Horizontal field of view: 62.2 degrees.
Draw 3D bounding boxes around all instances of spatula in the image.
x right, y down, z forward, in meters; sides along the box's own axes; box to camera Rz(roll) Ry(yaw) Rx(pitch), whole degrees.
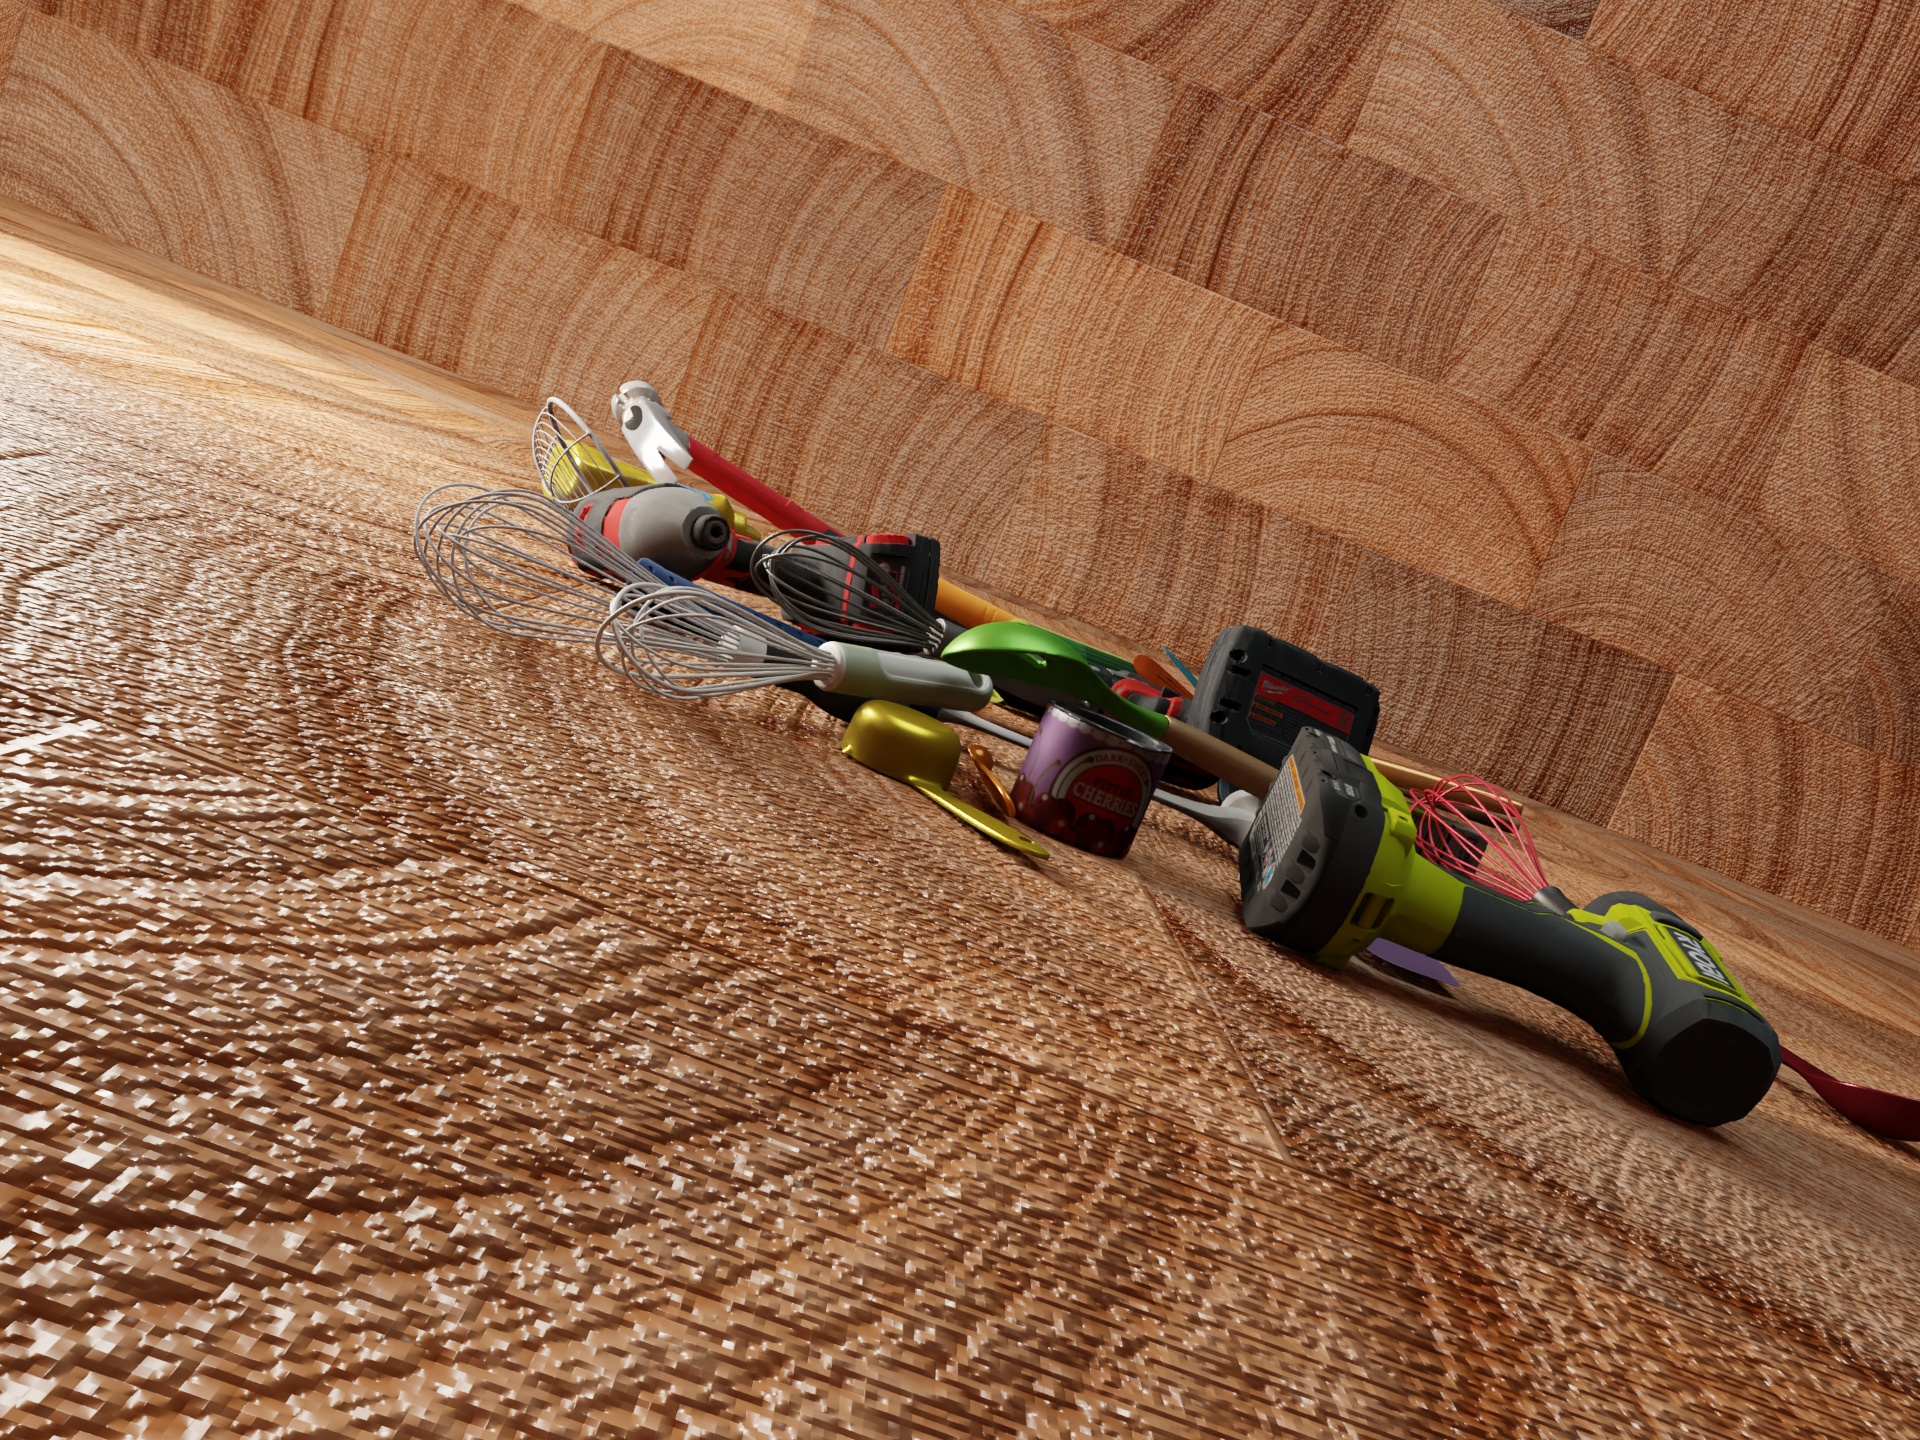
[{"bbox_3d":[0.207,0.091,0.903,0.059,0.018,0.316,20,8,-5],"label":"spatula"},{"bbox_3d":[0.287,0.017,1.256,0.322,0.041,0.081,16,17,6],"label":"spatula"},{"bbox_3d":[0.305,0.018,1.303,0.317,0.044,0.082,23,0,18],"label":"spatula"}]

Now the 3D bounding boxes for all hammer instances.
[{"bbox_3d":[0.091,-0.044,1.320,0.336,0.034,0.127,27,5,-14],"label":"hammer"},{"bbox_3d":[-0.001,-0.003,0.910,0.405,0.035,0.144,22,7,1],"label":"hammer"},{"bbox_3d":[-0.111,-0.144,1.302,0.385,0.038,0.143,30,15,-40],"label":"hammer"}]

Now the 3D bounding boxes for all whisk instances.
[{"bbox_3d":[-0.012,-0.050,0.909,0.238,0.055,0.055,22,6,-29],"label":"whisk"},{"bbox_3d":[-0.070,-0.028,0.772,0.246,0.059,0.058,8,47,-47],"label":"whisk"},{"bbox_3d":[0.379,0.111,1.056,0.073,0.073,0.296,19,17,-19],"label":"whisk"},{"bbox_3d":[-0.133,-0.044,0.777,0.284,0.070,0.070,22,5,-38],"label":"whisk"}]

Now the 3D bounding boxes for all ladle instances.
[{"bbox_3d":[0.444,0.175,0.946,0.069,0.031,0.316,21,5,-25],"label":"ladle"}]

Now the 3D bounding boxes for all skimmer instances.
[{"bbox_3d":[-0.185,-0.162,1.306,0.363,0.090,0.127,16,11,-40],"label":"skimmer"}]

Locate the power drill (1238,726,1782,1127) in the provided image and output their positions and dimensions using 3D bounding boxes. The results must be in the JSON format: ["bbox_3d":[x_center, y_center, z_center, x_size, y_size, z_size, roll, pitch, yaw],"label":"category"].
[{"bbox_3d":[0.249,0.090,0.747,0.223,0.080,0.171,24,18,0],"label":"power drill"}]

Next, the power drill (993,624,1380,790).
[{"bbox_3d":[0.134,-0.008,1.020,0.187,0.080,0.227,23,-10,-22],"label":"power drill"}]

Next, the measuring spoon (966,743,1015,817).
[{"bbox_3d":[0.018,0.028,0.787,0.117,0.011,0.021,-129,-165,-78],"label":"measuring spoon"}]

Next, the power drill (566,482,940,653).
[{"bbox_3d":[-0.126,-0.101,1.021,0.219,0.078,0.143,12,-4,-40],"label":"power drill"}]

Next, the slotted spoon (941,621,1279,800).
[{"bbox_3d":[0.126,0.014,0.860,0.313,0.031,0.070,26,-18,-26],"label":"slotted spoon"}]

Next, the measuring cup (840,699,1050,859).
[{"bbox_3d":[-0.001,0.025,0.730,0.062,0.029,0.157,16,8,-36],"label":"measuring cup"}]

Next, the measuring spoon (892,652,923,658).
[{"bbox_3d":[-0.038,-0.045,1.174,0.034,0.018,0.124,20,7,-11],"label":"measuring spoon"}]
